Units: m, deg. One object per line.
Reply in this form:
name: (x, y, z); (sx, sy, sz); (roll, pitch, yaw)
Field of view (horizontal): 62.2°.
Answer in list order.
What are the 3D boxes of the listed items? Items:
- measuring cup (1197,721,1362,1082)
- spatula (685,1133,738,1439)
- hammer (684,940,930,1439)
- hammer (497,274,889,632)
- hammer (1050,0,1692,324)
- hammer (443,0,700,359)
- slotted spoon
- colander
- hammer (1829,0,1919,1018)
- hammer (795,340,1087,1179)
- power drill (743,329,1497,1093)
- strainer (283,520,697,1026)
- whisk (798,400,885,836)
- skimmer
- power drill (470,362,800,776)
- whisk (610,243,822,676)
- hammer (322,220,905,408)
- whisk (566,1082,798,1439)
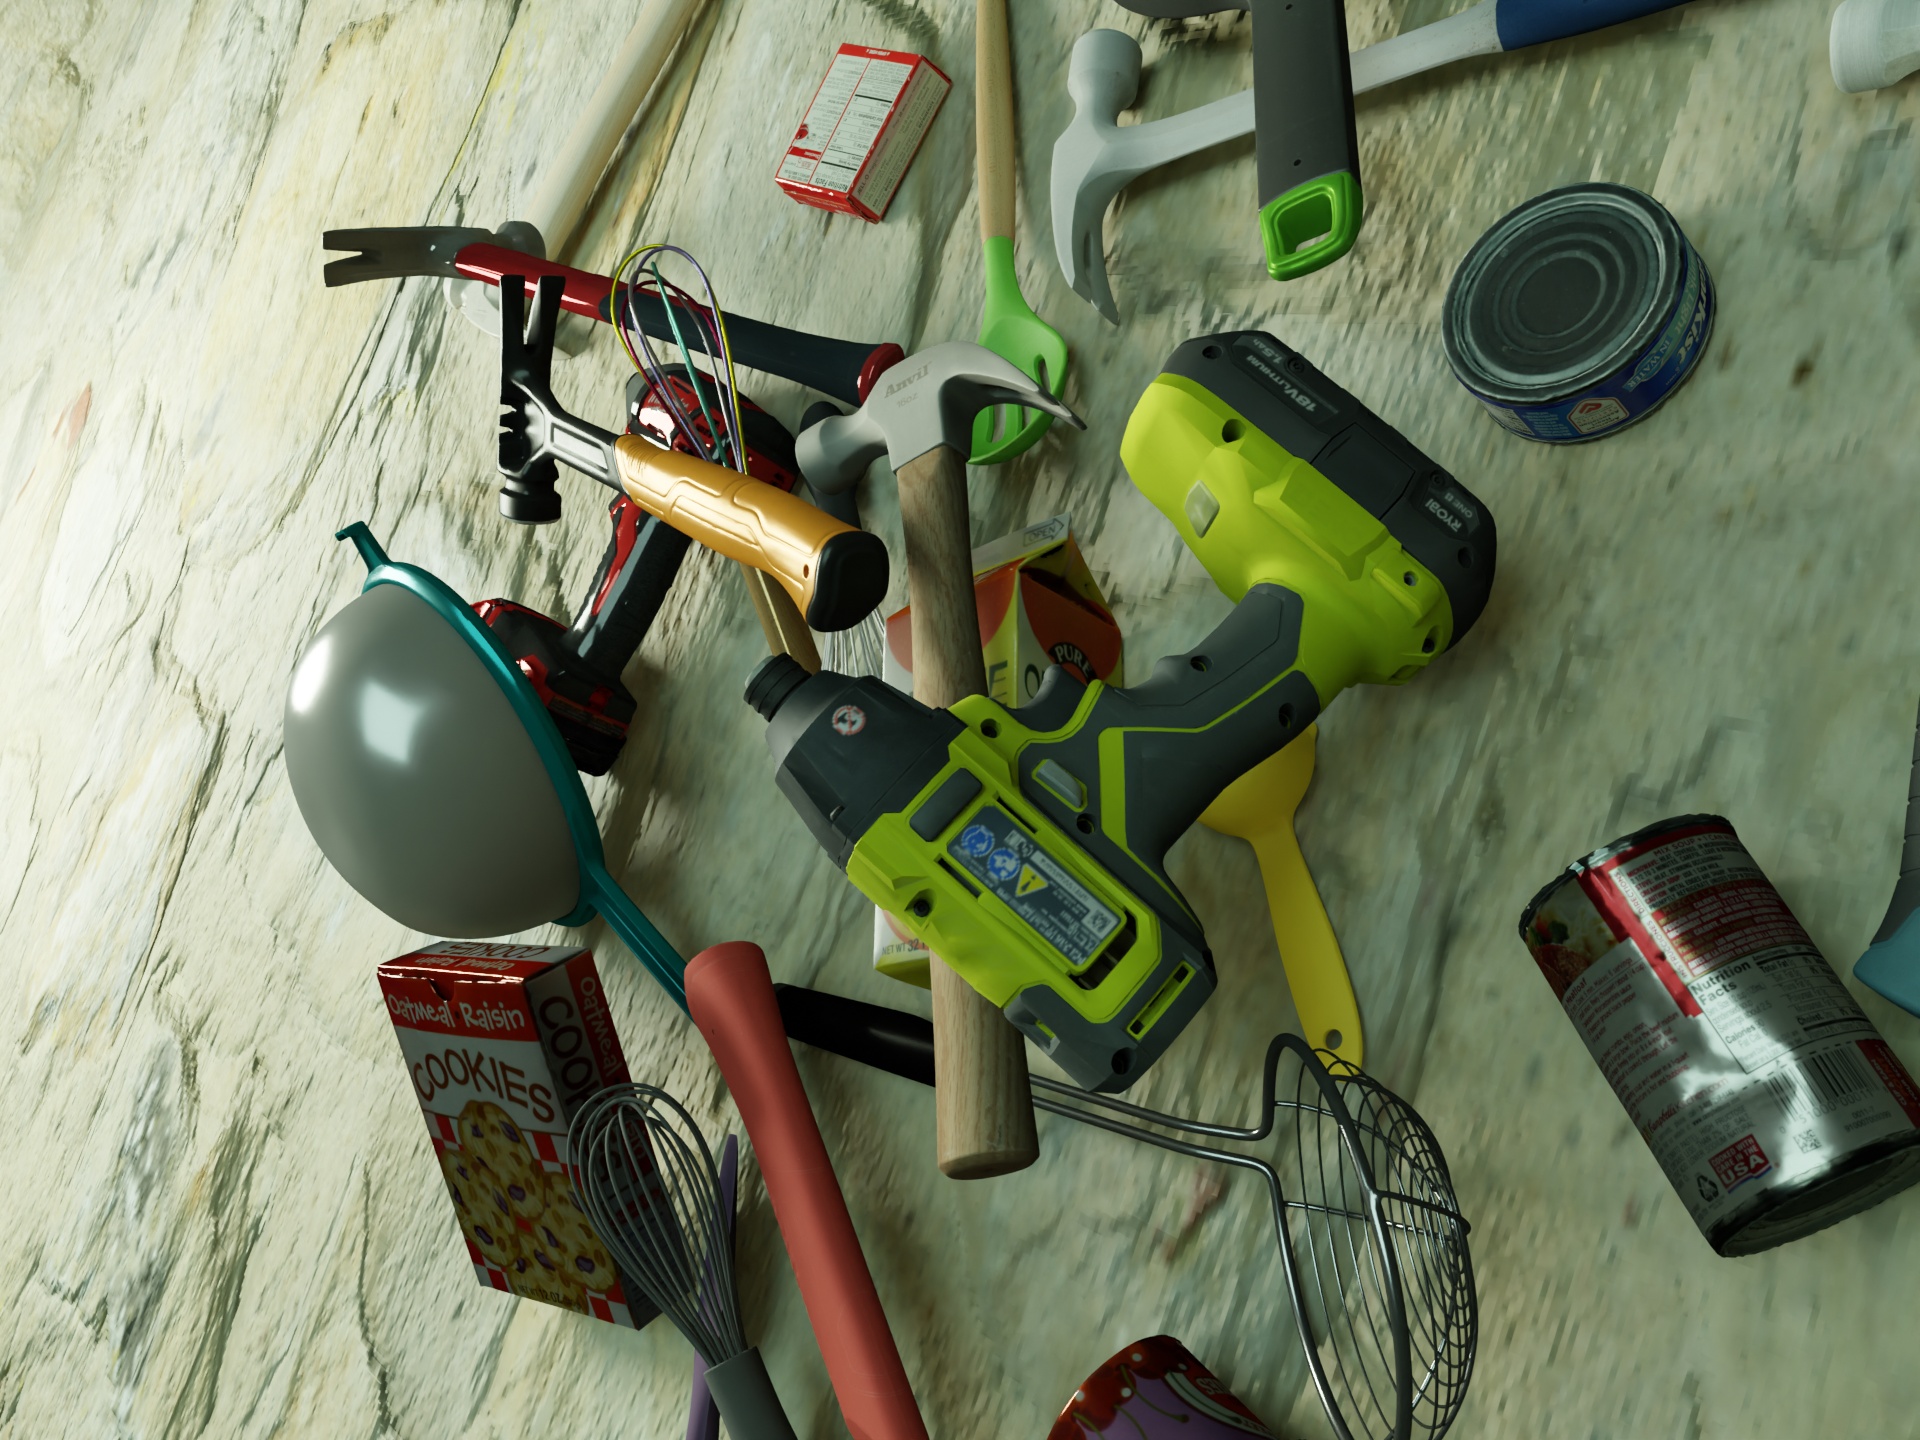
measuring cup: (0.110, 0.054, 0.570); (0.062, 0.029, 0.157); (-33, 52, 28)
spatula: (-0.111, 0.334, 0.657); (0.059, 0.018, 0.316); (135, 141, -70)
hammer: (-0.034, 0.227, 0.580); (0.359, 0.036, 0.149); (63, 143, 36)
hammer: (-0.133, -0.115, 0.709); (0.337, 0.034, 0.127); (30, 120, 48)
hammer: (0.200, -0.262, 0.615); (0.405, 0.035, 0.144); (-4, 70, 41)
hammer: (-0.209, -0.433, 1.054); (0.146, 0.038, 0.410); (37, 98, 43)
slotted spoon: (0.020, -0.254, 0.781); (0.070, 0.031, 0.314); (-21, 58, 35)
colander: (0.117, -0.342, 0.635); (0.204, 0.094, 0.397); (-18, 52, 32)
hammer: (0.299, -0.073, 0.451); (0.128, 0.033, 0.331); (4, 76, 44)
hammer: (-0.001, -0.002, 0.588); (0.130, 0.031, 0.332); (-25, 57, 33)
power drill: (0.054, -0.017, 0.521); (0.171, 0.080, 0.223); (41, 71, 8)
strainer: (-0.234, 0.072, 0.774); (0.341, 0.095, 0.210); (42, 144, 25)
whisk: (-0.051, -0.049, 0.743); (0.070, 0.070, 0.285); (-34, 49, 28)
skimmer: (0.021, 0.148, 0.570); (0.363, 0.090, 0.127); (6, 108, 45)
power drill: (-0.189, -0.093, 0.871); (0.219, 0.078, 0.143); (-55, 47, 6)
whisk: (-0.115, -0.117, 0.775); (0.245, 0.047, 0.051); (70, 162, 3)
hammer: (-0.189, -0.225, 0.872); (0.387, 0.143, 0.038); (24, 119, 34)
whisk: (-0.092, 0.254, 0.624); (0.055, 0.055, 0.239); (-37, 71, 26)
